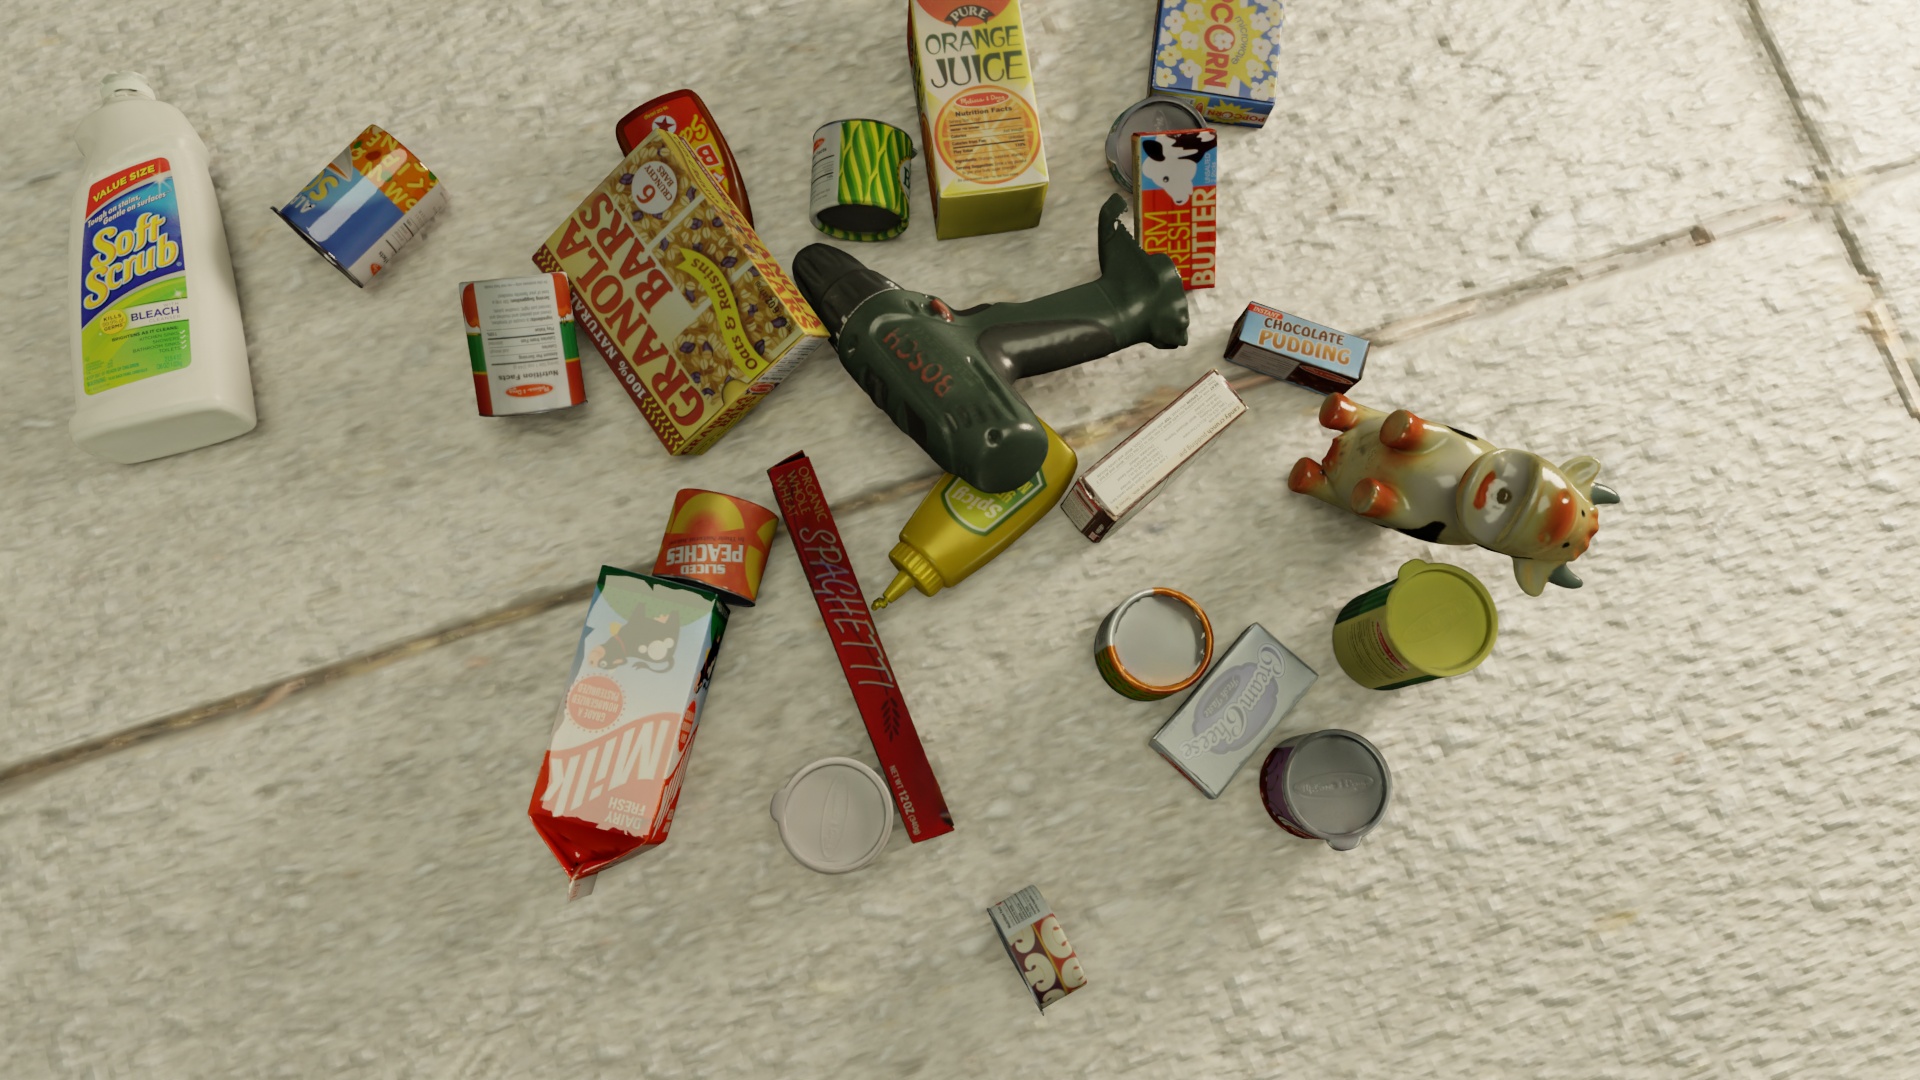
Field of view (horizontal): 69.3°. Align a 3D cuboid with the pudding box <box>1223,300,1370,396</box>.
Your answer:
[{"bbox_3d":[0.220,-0.124,0.911,0.084,0.049,0.030,20,80,2],"label":"pudding box"}]

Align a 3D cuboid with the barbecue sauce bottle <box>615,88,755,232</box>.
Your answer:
[{"bbox_3d":[-0.168,-0.221,0.917,0.065,0.043,0.148,-28,81,-7],"label":"barbecue sauce bottle"}]

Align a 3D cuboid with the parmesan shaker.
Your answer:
[{"bbox_3d":[0.274,0.052,0.849,0.071,0.103,0.071,1,79,-3],"label":"parmesan shaker"}]

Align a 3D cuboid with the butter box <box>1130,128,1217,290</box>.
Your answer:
[{"bbox_3d":[0.141,-0.217,0.915,0.053,0.024,0.103,-5,111,-4],"label":"butter box"}]

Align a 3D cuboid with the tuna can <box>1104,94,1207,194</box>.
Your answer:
[{"bbox_3d":[0.129,-0.263,0.933,0.071,0.033,0.071,-1,101,-5],"label":"tuna can"}]

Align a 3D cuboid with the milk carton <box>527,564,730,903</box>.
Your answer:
[{"bbox_3d":[-0.200,0.119,0.830,0.073,0.072,0.191,14,78,0],"label":"milk carton"}]

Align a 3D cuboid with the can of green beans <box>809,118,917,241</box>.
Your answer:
[{"bbox_3d":[-0.065,-0.236,0.913,0.071,0.071,0.058,2,79,-2],"label":"can of green beans"}]

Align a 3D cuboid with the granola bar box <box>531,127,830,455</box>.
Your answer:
[{"bbox_3d":[-0.179,-0.155,0.879,0.124,0.039,0.165,-39,81,19],"label":"granola bar box"}]

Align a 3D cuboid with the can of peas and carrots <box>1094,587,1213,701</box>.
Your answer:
[{"bbox_3d":[0.122,0.066,0.862,0.071,0.058,0.071,0,79,-2],"label":"can of peas and carrots"}]

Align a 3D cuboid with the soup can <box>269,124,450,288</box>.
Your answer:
[{"bbox_3d":[-0.385,-0.217,0.894,0.071,0.071,0.084,39,79,5],"label":"soup can"}]

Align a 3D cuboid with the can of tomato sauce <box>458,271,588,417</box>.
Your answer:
[{"bbox_3d":[-0.273,-0.123,0.868,0.071,0.071,0.083,-6,103,-4],"label":"can of tomato sauce"}]

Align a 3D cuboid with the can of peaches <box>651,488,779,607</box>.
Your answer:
[{"bbox_3d":[-0.151,0.004,0.857,0.071,0.071,0.058,14,77,1],"label":"can of peaches"}]

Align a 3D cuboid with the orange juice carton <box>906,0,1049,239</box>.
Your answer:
[{"bbox_3d":[0.007,-0.307,0.928,0.073,0.071,0.193,-8,79,-4],"label":"orange juice carton"}]

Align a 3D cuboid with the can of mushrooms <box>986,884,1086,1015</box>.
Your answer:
[{"bbox_3d":[0.046,0.242,0.820,0.033,0.071,0.071,-27,81,-8],"label":"can of mushrooms"}]

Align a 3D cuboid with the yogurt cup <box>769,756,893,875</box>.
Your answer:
[{"bbox_3d":[-0.074,0.165,0.835,0.072,0.054,0.072,1,79,-2],"label":"yogurt cup"}]

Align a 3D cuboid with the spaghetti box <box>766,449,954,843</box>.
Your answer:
[{"bbox_3d":[-0.063,0.066,0.859,0.029,0.050,0.250,-21,80,-7],"label":"spaghetti box"}]

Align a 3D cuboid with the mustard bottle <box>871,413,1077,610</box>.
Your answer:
[{"bbox_3d":[0.003,-0.011,0.878,0.065,0.048,0.160,42,80,11],"label":"mustard bottle"}]

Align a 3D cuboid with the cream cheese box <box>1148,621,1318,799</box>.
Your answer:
[{"bbox_3d":[0.171,0.106,0.873,0.053,0.024,0.104,42,80,6],"label":"cream cheese box"}]

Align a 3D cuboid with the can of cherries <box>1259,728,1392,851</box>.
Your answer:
[{"bbox_3d":[0.221,0.153,0.849,0.071,0.058,0.071,1,78,-3],"label":"can of cherries"}]

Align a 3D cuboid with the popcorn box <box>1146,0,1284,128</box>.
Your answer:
[{"bbox_3d":[0.178,-0.355,0.963,0.085,0.038,0.127,8,78,0],"label":"popcorn box"}]
